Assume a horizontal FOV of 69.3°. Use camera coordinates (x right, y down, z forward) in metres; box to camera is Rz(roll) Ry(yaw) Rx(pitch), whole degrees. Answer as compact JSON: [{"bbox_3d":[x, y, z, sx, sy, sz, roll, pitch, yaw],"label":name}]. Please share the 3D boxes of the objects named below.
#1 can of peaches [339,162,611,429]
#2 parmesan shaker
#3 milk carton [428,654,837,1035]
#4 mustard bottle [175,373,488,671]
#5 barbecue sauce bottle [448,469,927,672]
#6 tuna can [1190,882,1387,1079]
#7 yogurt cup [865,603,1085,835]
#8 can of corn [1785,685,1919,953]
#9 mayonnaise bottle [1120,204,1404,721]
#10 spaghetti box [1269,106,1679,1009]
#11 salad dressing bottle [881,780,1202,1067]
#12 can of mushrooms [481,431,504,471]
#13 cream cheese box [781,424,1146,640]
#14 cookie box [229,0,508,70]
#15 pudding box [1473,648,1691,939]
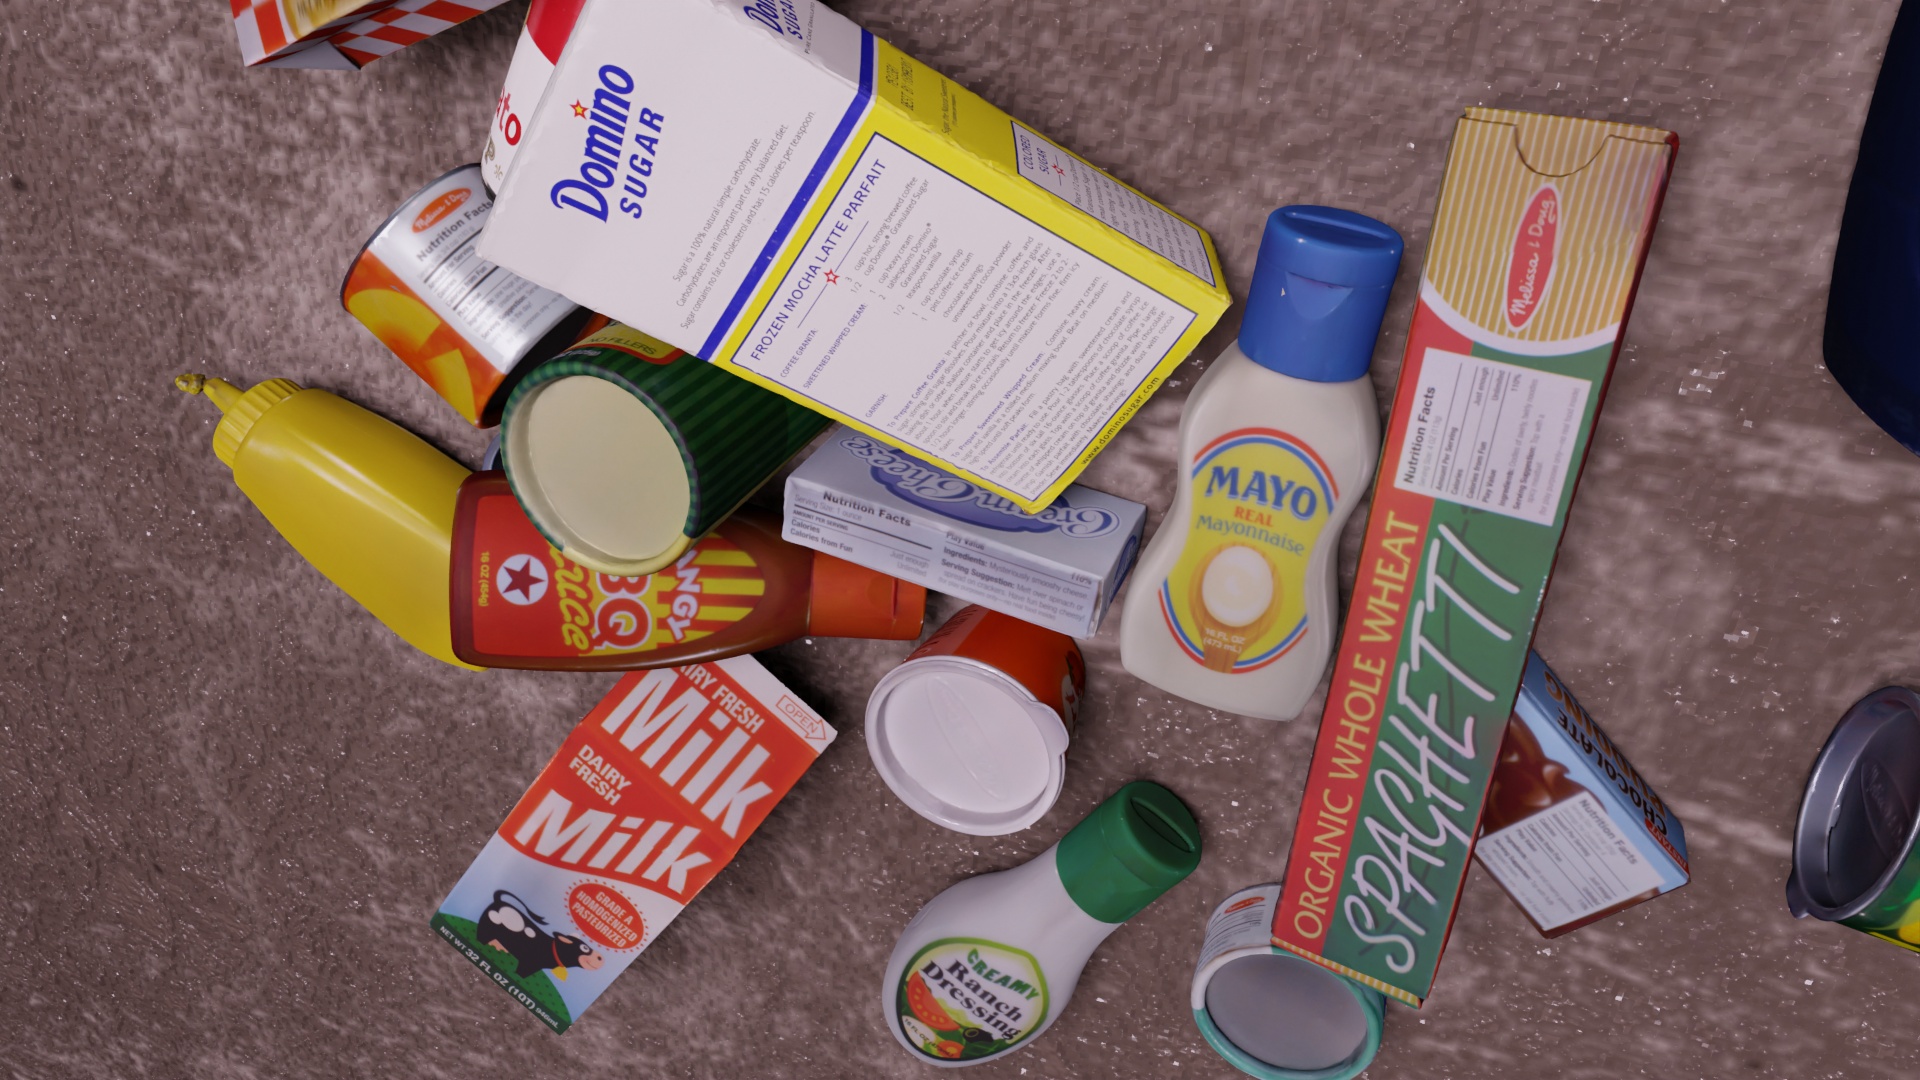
[{"bbox_3d":[-0.155,-0.078,0.454,0.058,0.071,0.071,43,124,-4],"label":"can of peaches"},{"bbox_3d":[-0.079,-0.042,0.418,0.071,0.103,0.071,9,119,17],"label":"parmesan shaker"},{"bbox_3d":[-0.121,0.102,0.529,0.072,0.074,0.189,41,123,-2],"label":"milk carton"},{"bbox_3d":[-0.227,-0.018,0.523,0.160,0.049,0.065,37,124,1],"label":"mustard bottle"},{"bbox_3d":[-0.086,0.012,0.455,0.149,0.044,0.064,3,95,-9],"label":"barbecue sauce bottle"},{"bbox_3d":[0.118,0.158,0.487,0.071,0.033,0.070,10,119,18],"label":"tuna can"},{"bbox_3d":[0.009,0.056,0.464,0.072,0.054,0.072,10,119,17],"label":"yogurt cup"},{"bbox_3d":[0.265,0.081,0.367,0.058,0.071,0.070,20,122,11],"label":"can of corn"},{"bbox_3d":[0.089,-0.020,0.400,0.065,0.041,0.147,16,122,13],"label":"mayonnaise bottle"},{"bbox_3d":[0.134,0.012,0.380,0.050,0.029,0.249,18,113,26],"label":"spaghetti box"},{"bbox_3d":[0.027,0.141,0.508,0.064,0.044,0.147,39,123,-3],"label":"salad dressing bottle"},{"bbox_3d":[-0.131,-0.017,0.495,0.071,0.034,0.070,9,119,17],"label":"can of mushrooms"},{"bbox_3d":[0.002,-0.005,0.435,0.104,0.053,0.024,18,122,12],"label":"cream cheese box"},{"bbox_3d":[-0.156,-0.219,0.355,0.123,0.040,0.167,-1,102,40],"label":"cookie box"},{"bbox_3d":[0.175,0.076,0.423,0.083,0.030,0.049,47,124,-7],"label":"pudding box"}]
